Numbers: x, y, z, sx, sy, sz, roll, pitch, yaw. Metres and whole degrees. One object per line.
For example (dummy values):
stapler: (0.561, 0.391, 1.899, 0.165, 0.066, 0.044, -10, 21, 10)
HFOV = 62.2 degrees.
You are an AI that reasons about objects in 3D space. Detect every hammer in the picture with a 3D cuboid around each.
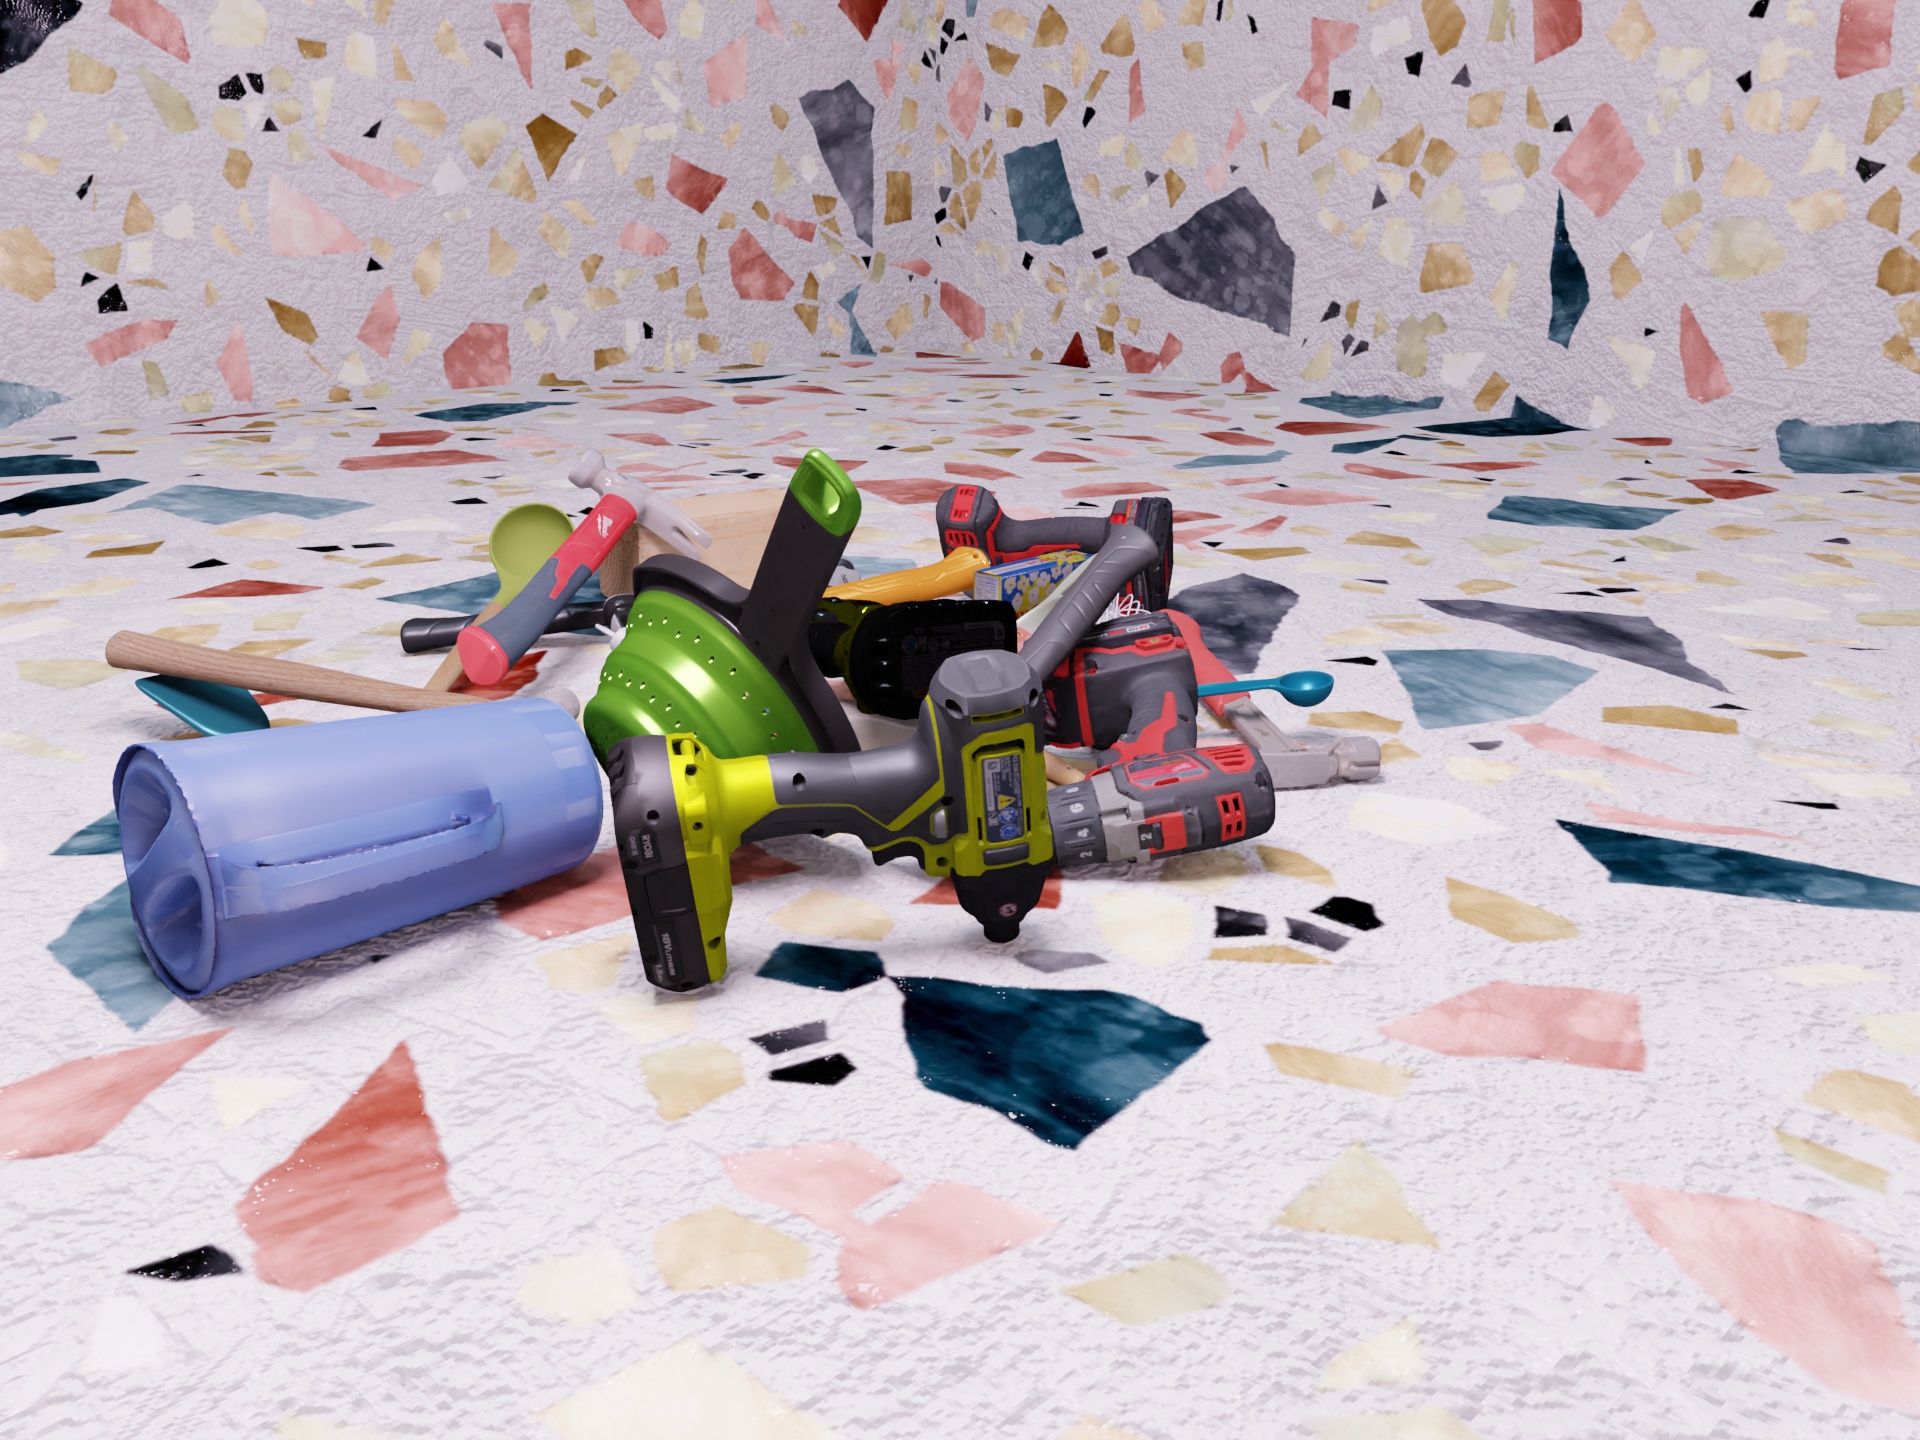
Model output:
hammer: (-0.288, -0.097, 1.425, 0.409, 0.036, 0.149, -7, 20, -9)
hammer: (-0.316, -0.118, 1.336, 0.143, 0.038, 0.387, 36, 26, -12)
hammer: (0.200, -0.024, 1.278, 0.149, 0.036, 0.359, -2, 20, -8)
hammer: (-0.118, -0.090, 1.331, 0.337, 0.034, 0.127, -16, 49, -25)
hammer: (-0.456, -0.023, 1.161, 0.331, 0.031, 0.130, 10, 12, 0)
hammer: (0.043, -0.036, 1.053, 0.146, 0.035, 0.335, 7, 40, 32)

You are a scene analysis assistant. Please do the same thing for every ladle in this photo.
ladle: (-0.398, -0.091, 1.330, 0.078, 0.062, 0.320, 10, 33, 1)

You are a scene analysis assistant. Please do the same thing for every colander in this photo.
colander: (-0.135, -0.021, 0.878, 0.094, 0.204, 0.397, -41, -6, -27)

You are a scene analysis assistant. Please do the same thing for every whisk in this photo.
whisk: (0.121, -0.043, 1.300, 0.070, 0.070, 0.285, 3, 24, 6)

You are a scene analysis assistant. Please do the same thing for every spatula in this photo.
spatula: (-0.447, 0.012, 1.133, 0.317, 0.044, 0.082, 11, 13, 24)

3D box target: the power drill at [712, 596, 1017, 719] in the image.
power drill: (-0.059, -0.056, 1.189, 0.190, 0.080, 0.229, -7, 11, -36)

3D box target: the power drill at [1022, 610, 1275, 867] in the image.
power drill: (0.090, 0.021, 1.047, 0.188, 0.080, 0.227, -12, 29, 0)

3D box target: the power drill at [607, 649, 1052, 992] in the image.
power drill: (-0.063, 0.063, 0.838, 0.223, 0.171, 0.080, -10, 32, -9)

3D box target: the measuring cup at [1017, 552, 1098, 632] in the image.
measuring cup: (0.090, -0.092, 1.359, 0.083, 0.038, 0.168, -23, 17, 44)

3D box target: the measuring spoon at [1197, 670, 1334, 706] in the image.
measuring spoon: (0.215, -0.017, 1.193, 0.128, 0.021, 0.042, -5, 21, 10)

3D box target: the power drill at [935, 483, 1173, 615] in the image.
power drill: (0.090, -0.156, 1.522, 0.220, 0.143, 0.079, 6, 56, 12)

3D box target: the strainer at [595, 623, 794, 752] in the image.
strainer: (-0.148, 0.003, 1.077, 0.258, 0.050, 0.087, 33, 9, 14)

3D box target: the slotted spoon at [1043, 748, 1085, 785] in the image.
slotted spoon: (-0.002, -0.004, 1.226, 0.070, 0.031, 0.314, -12, 24, -31)
